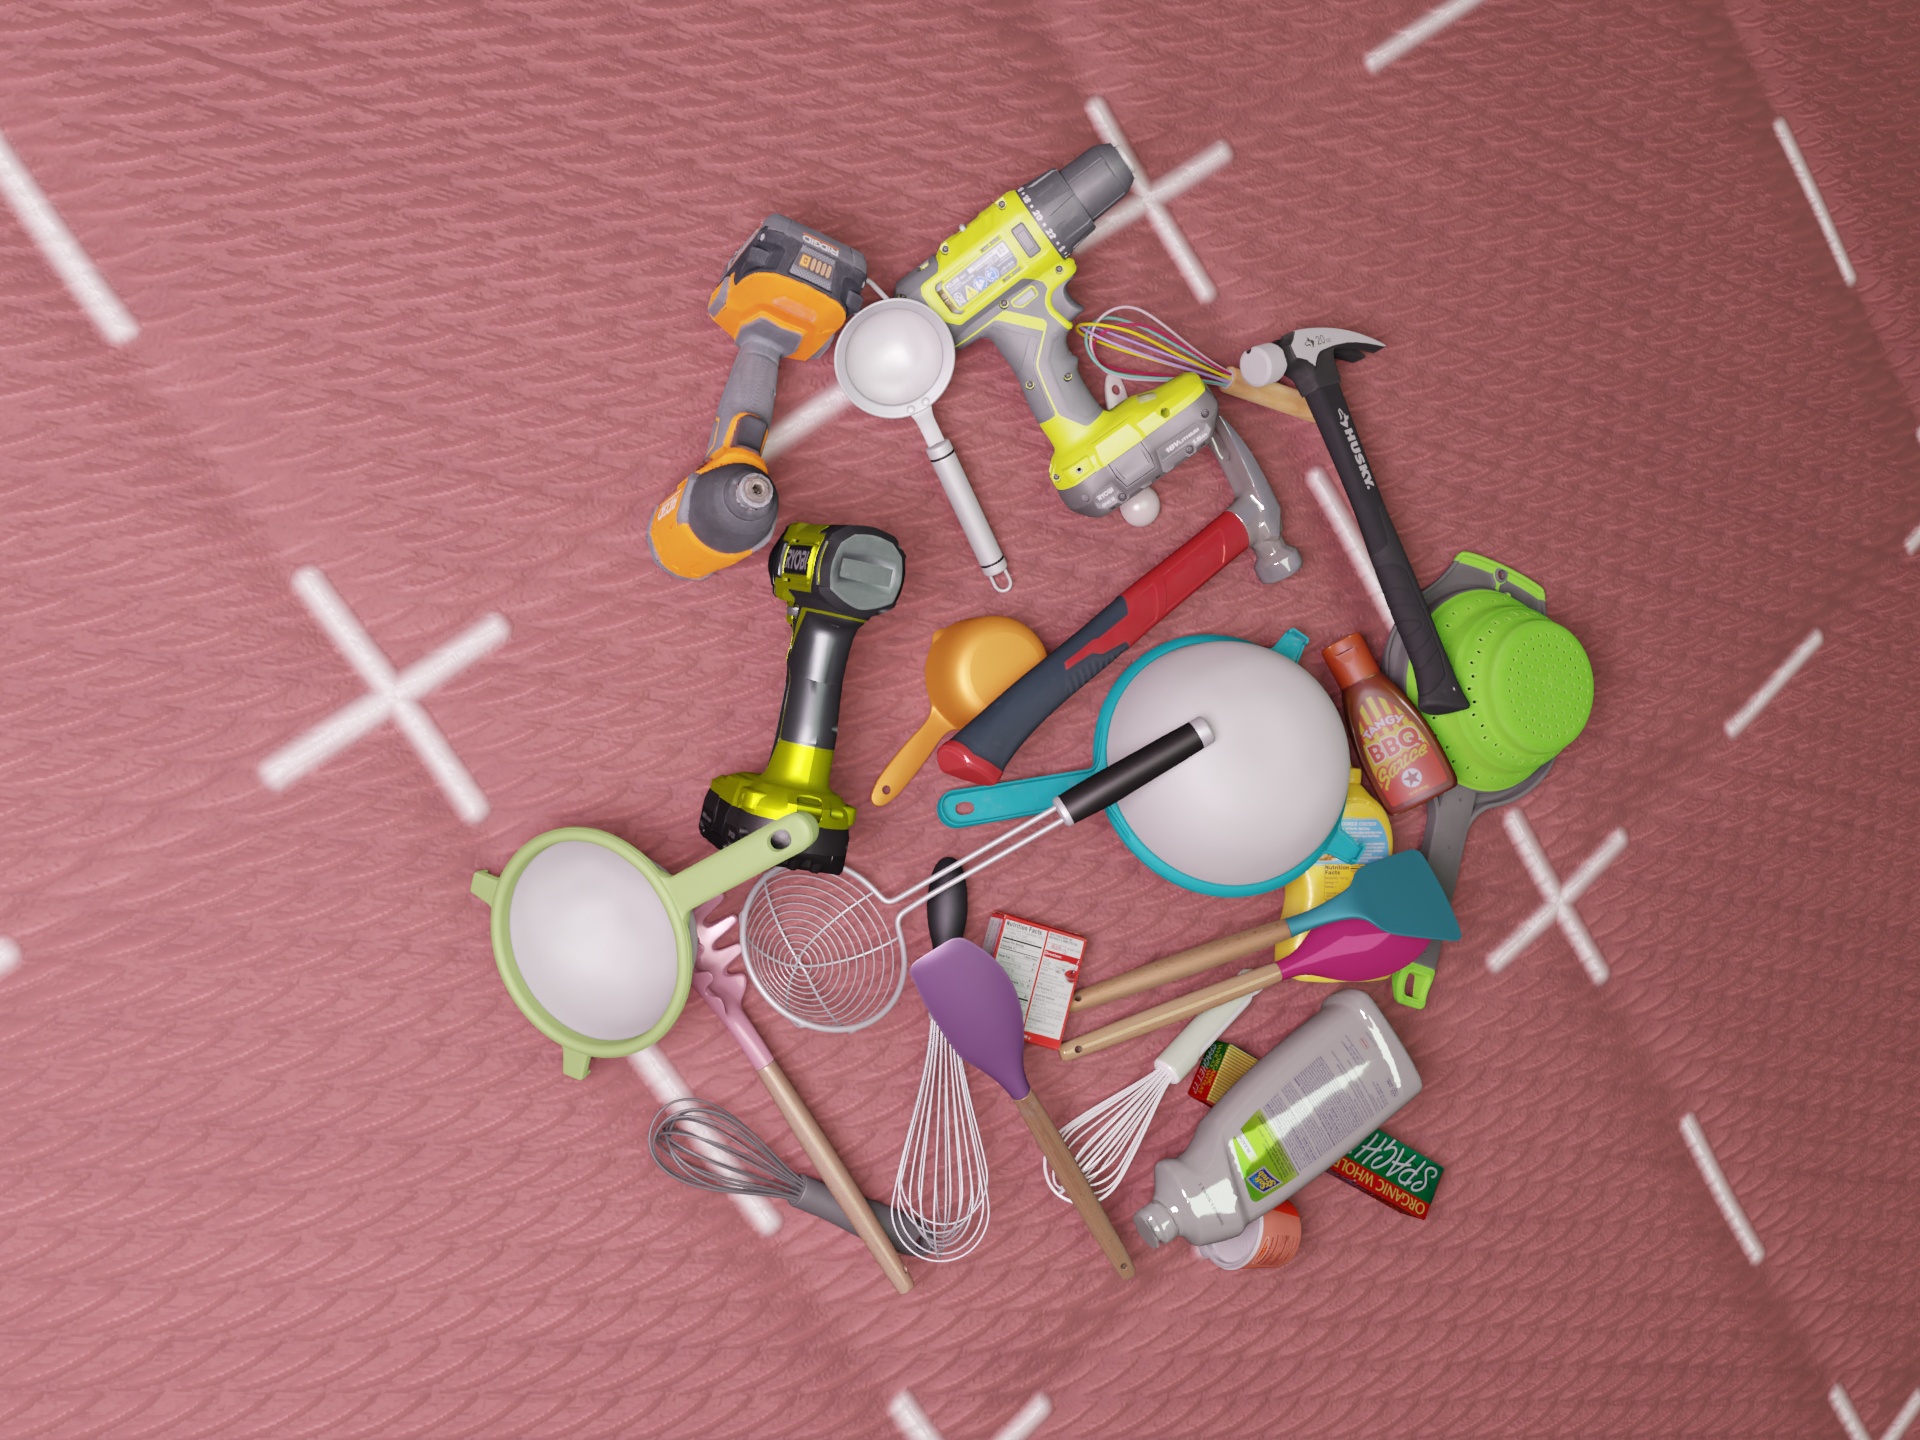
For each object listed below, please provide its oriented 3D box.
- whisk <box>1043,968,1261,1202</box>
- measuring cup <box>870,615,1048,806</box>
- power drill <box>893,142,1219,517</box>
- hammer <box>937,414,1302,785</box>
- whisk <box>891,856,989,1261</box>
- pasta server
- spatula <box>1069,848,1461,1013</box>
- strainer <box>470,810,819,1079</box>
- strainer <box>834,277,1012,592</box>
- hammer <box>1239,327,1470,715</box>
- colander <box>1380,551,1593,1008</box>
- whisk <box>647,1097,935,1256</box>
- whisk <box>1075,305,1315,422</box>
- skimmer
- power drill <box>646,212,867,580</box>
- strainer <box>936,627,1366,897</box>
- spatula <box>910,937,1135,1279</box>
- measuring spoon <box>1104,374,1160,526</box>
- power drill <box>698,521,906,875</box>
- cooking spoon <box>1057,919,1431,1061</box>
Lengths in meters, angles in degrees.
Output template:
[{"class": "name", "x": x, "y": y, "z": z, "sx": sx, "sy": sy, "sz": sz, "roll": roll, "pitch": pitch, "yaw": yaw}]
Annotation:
[{"class": "whisk", "x": 0.155, "y": 0.277, "z": 1.228, "sx": 0.059, "sy": 0.057, "sz": 0.246, "roll": 41, "pitch": 64, "yaw": 18}, {"class": "measuring cup", "x": -0.002, "y": -0.004, "z": 1.162, "sx": 0.095, "sy": 0.052, "sz": 0.174, "roll": 45, "pitch": 70, "yaw": -16}, {"class": "power drill", "x": 0.089, "y": -0.284, "z": 1.164, "sx": 0.190, "sy": 0.080, "sz": 0.228, "roll": -34, "pitch": 107, "yaw": 14}, {"class": "hammer", "x": 0.113, "y": -0.085, "z": 1.184, "sx": 0.386, "sy": 0.038, "sz": 0.143, "roll": -39, "pitch": 105, "yaw": -32}, {"class": "whisk", "x": -0.013, "y": 0.240, "z": 1.142, "sx": 0.070, "sy": 0.070, "sz": 0.285, "roll": 7, "pitch": 76, "yaw": -24}, {"class": "pasta server", "x": -0.113, "y": 0.255, "z": 1.087, "sx": 0.040, "sy": 0.060, "sz": 0.316, "roll": -30, "pitch": 93, "yaw": 18}, {"class": "spatula", "x": 0.228, "y": 0.175, "z": 1.228, "sx": 0.317, "sy": 0.044, "sz": 0.082, "roll": -18, "pitch": 61, "yaw": -3}, {"class": "strainer", "x": -0.182, "y": 0.113, "z": 1.011, "sx": 0.151, "sy": 0.256, "sz": 0.069, "roll": 62, "pitch": 23, "yaw": 2}, {"class": "strainer", "x": -0.020, "y": -0.204, "z": 1.157, "sx": 0.087, "sy": 0.050, "sz": 0.258, "roll": -26, "pitch": 113, "yaw": 2}, {"class": "hammer", "x": 0.340, "y": -0.160, "z": 1.291, "sx": 0.146, "sy": 0.035, "sz": 0.335, "roll": -23, "pitch": 91, "yaw": -37}, {"class": "colander", "x": 0.444, "y": 0.051, "z": 1.339, "sx": 0.204, "sy": 0.094, "sz": 0.397, "roll": 20, "pitch": 80, "yaw": -23}, {"class": "whisk", "x": -0.112, "y": 0.324, "z": 1.108, "sx": 0.238, "sy": 0.055, "sz": 0.055, "roll": 32, "pitch": 76, "yaw": -25}, {"class": "whisk", "x": 0.197, "y": -0.277, "z": 1.266, "sx": 0.244, "sy": 0.047, "sz": 0.051, "roll": 12, "pitch": 61, "yaw": -28}, {"class": "skimmer", "x": 0.020, "y": 0.090, "z": 1.105, "sx": 0.363, "sy": 0.090, "sz": 0.127, "roll": -30, "pitch": 79, "yaw": -3}, {"class": "power drill", "x": -0.135, "y": -0.210, "z": 1.050, "sx": 0.084, "sy": 0.164, "sz": 0.226, "roll": 20, "pitch": 78, "yaw": -22}, {"class": "strainer", "x": 0.153, "y": 0.033, "z": 1.188, "sx": 0.340, "sy": 0.095, "sz": 0.211, "roll": -9, "pitch": 77, "yaw": -17}, {"class": "spatula", "x": 0.056, "y": 0.282, "z": 1.131, "sx": 0.060, "sy": 0.018, "sz": 0.315, "roll": -30, "pitch": 111, "yaw": -5}, {"class": "measuring spoon", "x": 0.134, "y": -0.214, "z": 1.250, "sx": 0.034, "sy": 0.018, "sz": 0.124, "roll": -14, "pitch": 93, "yaw": -24}, {"class": "power drill", "x": -0.107, "y": -0.021, "z": 1.063, "sx": 0.080, "sy": 0.171, "sz": 0.223, "roll": 12, "pitch": 92, "yaw": -24}, {"class": "cooking spoon", "x": 0.224, "y": 0.204, "z": 1.237, "sx": 0.319, "sy": 0.017, "sz": 0.069, "roll": -19, "pitch": 90, "yaw": -10}]
